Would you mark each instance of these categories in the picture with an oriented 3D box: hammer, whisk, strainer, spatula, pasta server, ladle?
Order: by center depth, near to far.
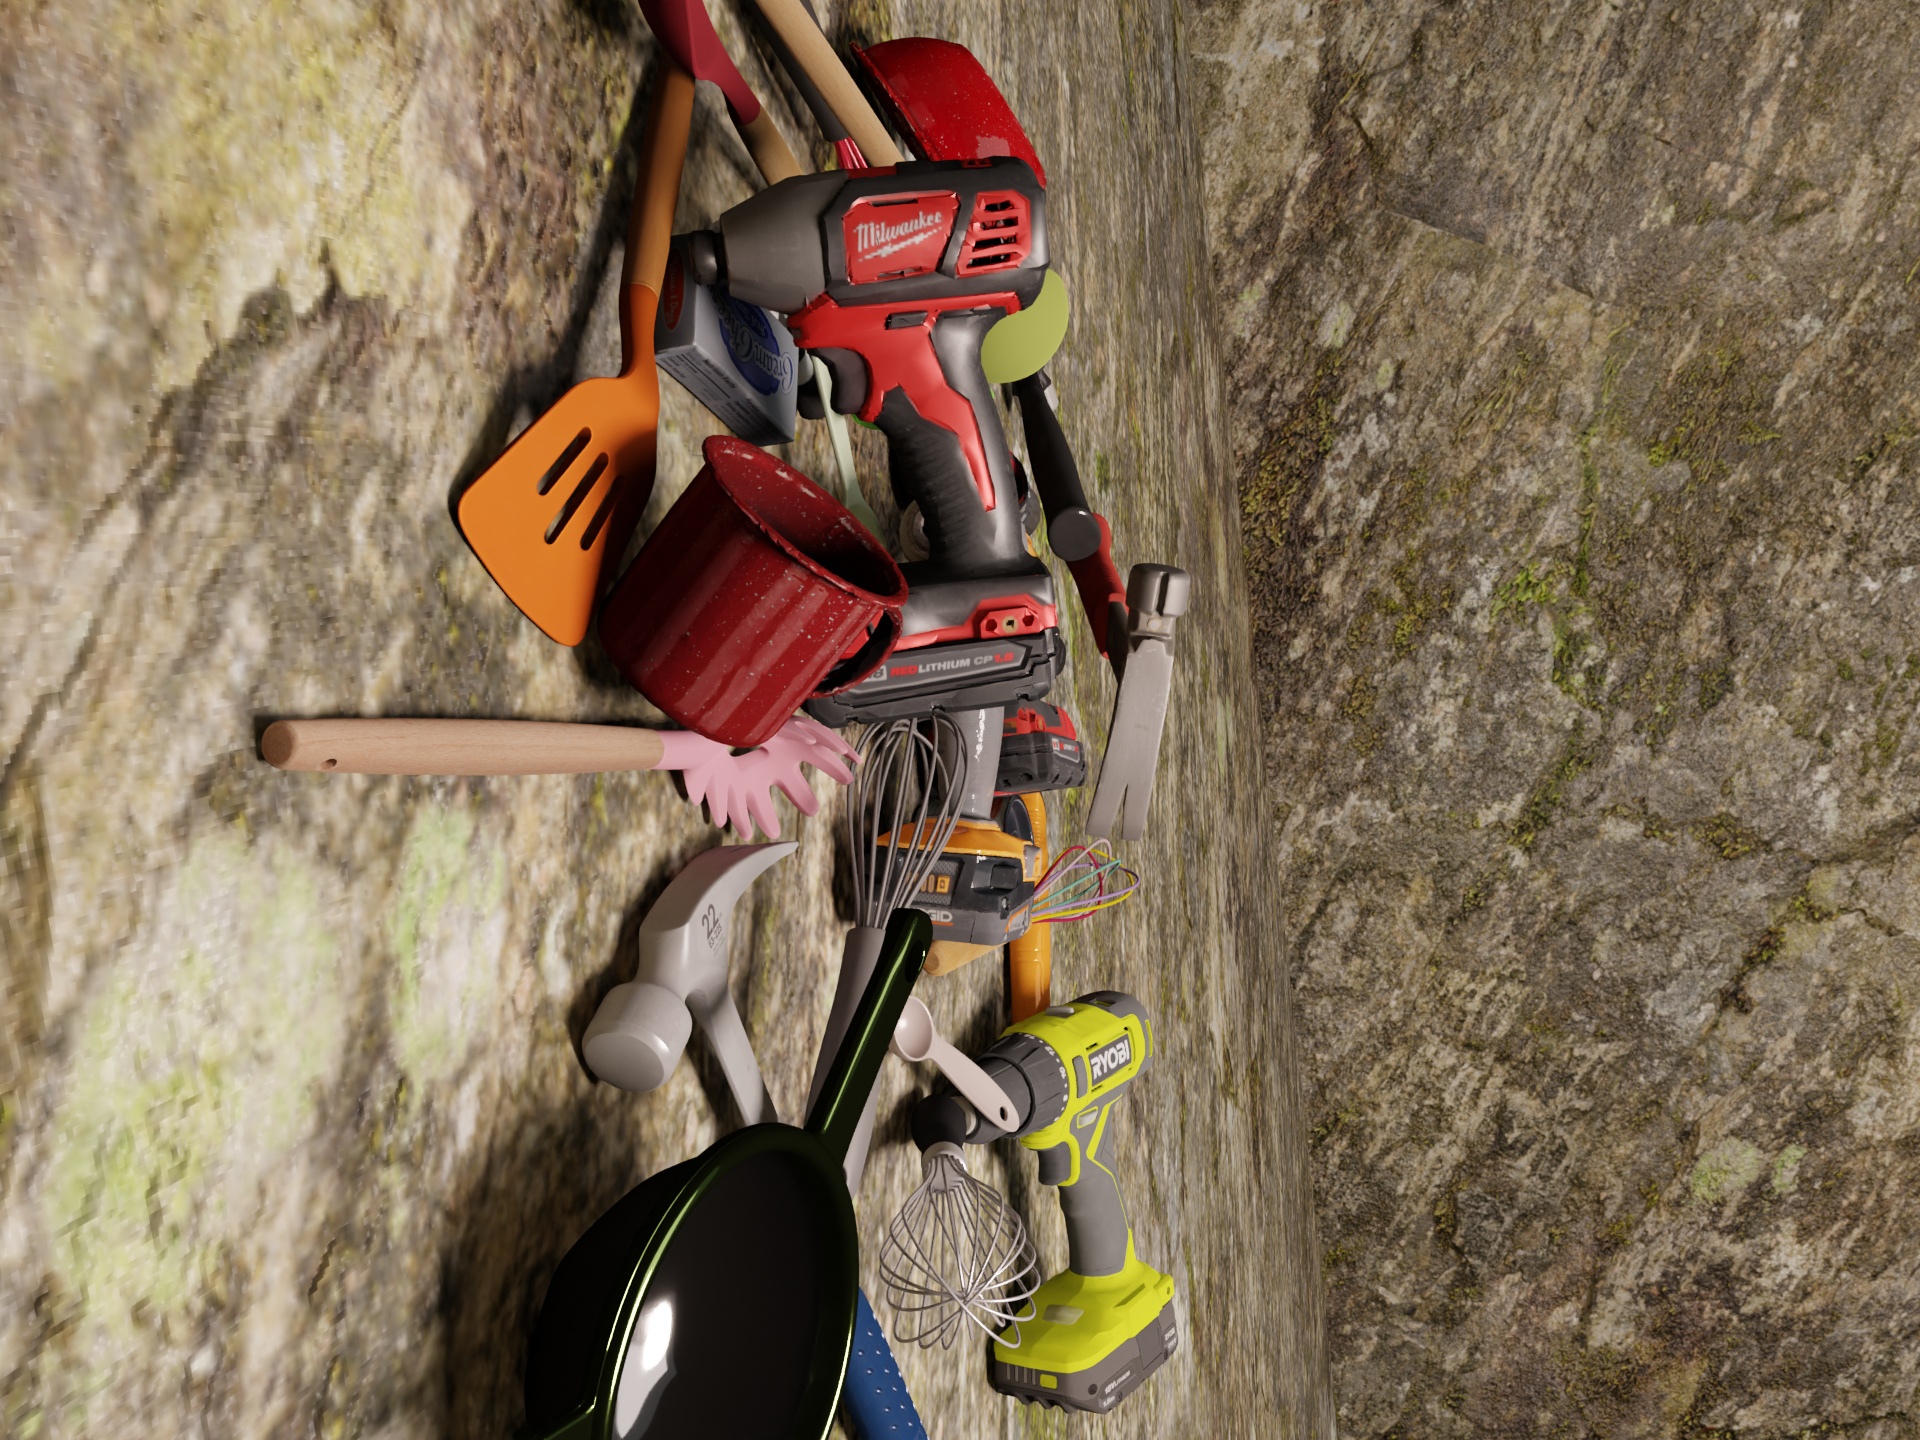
[{"bbox_3d":[-0.080,0.165,0.550,0.151,0.069,0.256,69,33,-41],"label":"strainer"},{"bbox_3d":[-0.121,0.016,0.562,0.040,0.060,0.316,52,14,13],"label":"pasta server"},{"bbox_3d":[-0.131,-0.180,0.619,0.080,0.041,0.323,61,25,-53],"label":"spatula"},{"bbox_3d":[-0.035,0.095,0.679,0.055,0.055,0.239,60,34,-54],"label":"whisk"},{"bbox_3d":[-0.059,0.234,0.699,0.144,0.035,0.405,-70,150,-55],"label":"hammer"},{"bbox_3d":[-0.089,-0.265,0.721,0.315,0.031,0.069,43,41,-77],"label":"ladle"},{"bbox_3d":[-0.007,0.219,0.744,0.284,0.070,0.070,-155,-121,-86],"label":"whisk"},{"bbox_3d":[-0.044,-0.295,0.803,0.319,0.078,0.062,49,20,-35],"label":"ladle"},{"bbox_3d":[-0.054,-0.302,0.852,0.295,0.073,0.073,56,33,-47],"label":"whisk"},{"bbox_3d":[0.090,-0.059,0.988,0.359,0.036,0.149,-92,-169,-72],"label":"hammer"},{"bbox_3d":[0.043,0.117,1.000,0.245,0.051,0.047,-15,77,-57],"label":"whisk"},{"bbox_3d":[0.050,-0.205,1.049,0.335,0.035,0.146,-98,168,-55],"label":"hammer"},{"bbox_3d":[0.047,0.079,1.097,0.127,0.034,0.337,46,42,-65],"label":"hammer"}]

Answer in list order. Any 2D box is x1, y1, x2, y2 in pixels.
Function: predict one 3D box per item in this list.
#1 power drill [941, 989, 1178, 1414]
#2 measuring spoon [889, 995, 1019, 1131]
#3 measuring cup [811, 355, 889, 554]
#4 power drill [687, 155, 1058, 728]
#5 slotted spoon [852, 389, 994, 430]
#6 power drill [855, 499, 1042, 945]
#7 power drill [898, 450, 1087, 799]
[{"bbox_3d":[0.060,0.294,0.975,0.190,0.080,0.228,-10,94,-55],"label":"power drill"},{"bbox_3d":[-0.006,0.192,0.865,0.124,0.018,0.034,49,40,-34],"label":"measuring spoon"},{"bbox_3d":[-0.070,-0.111,0.771,0.083,0.038,0.167,-39,120,-70],"label":"measuring cup"},{"bbox_3d":[-0.031,-0.115,0.661,0.079,0.143,0.219,-124,-152,-70],"label":"power drill"},{"bbox_3d":[-0.015,-0.182,0.889,0.314,0.070,0.031,-81,165,-78],"label":"slotted spoon"},{"bbox_3d":[-0.001,-0.003,0.811,0.185,0.084,0.226,27,68,-78],"label":"power drill"},{"bbox_3d":[0.023,-0.066,1.000,0.188,0.080,0.227,13,70,-74],"label":"power drill"}]
